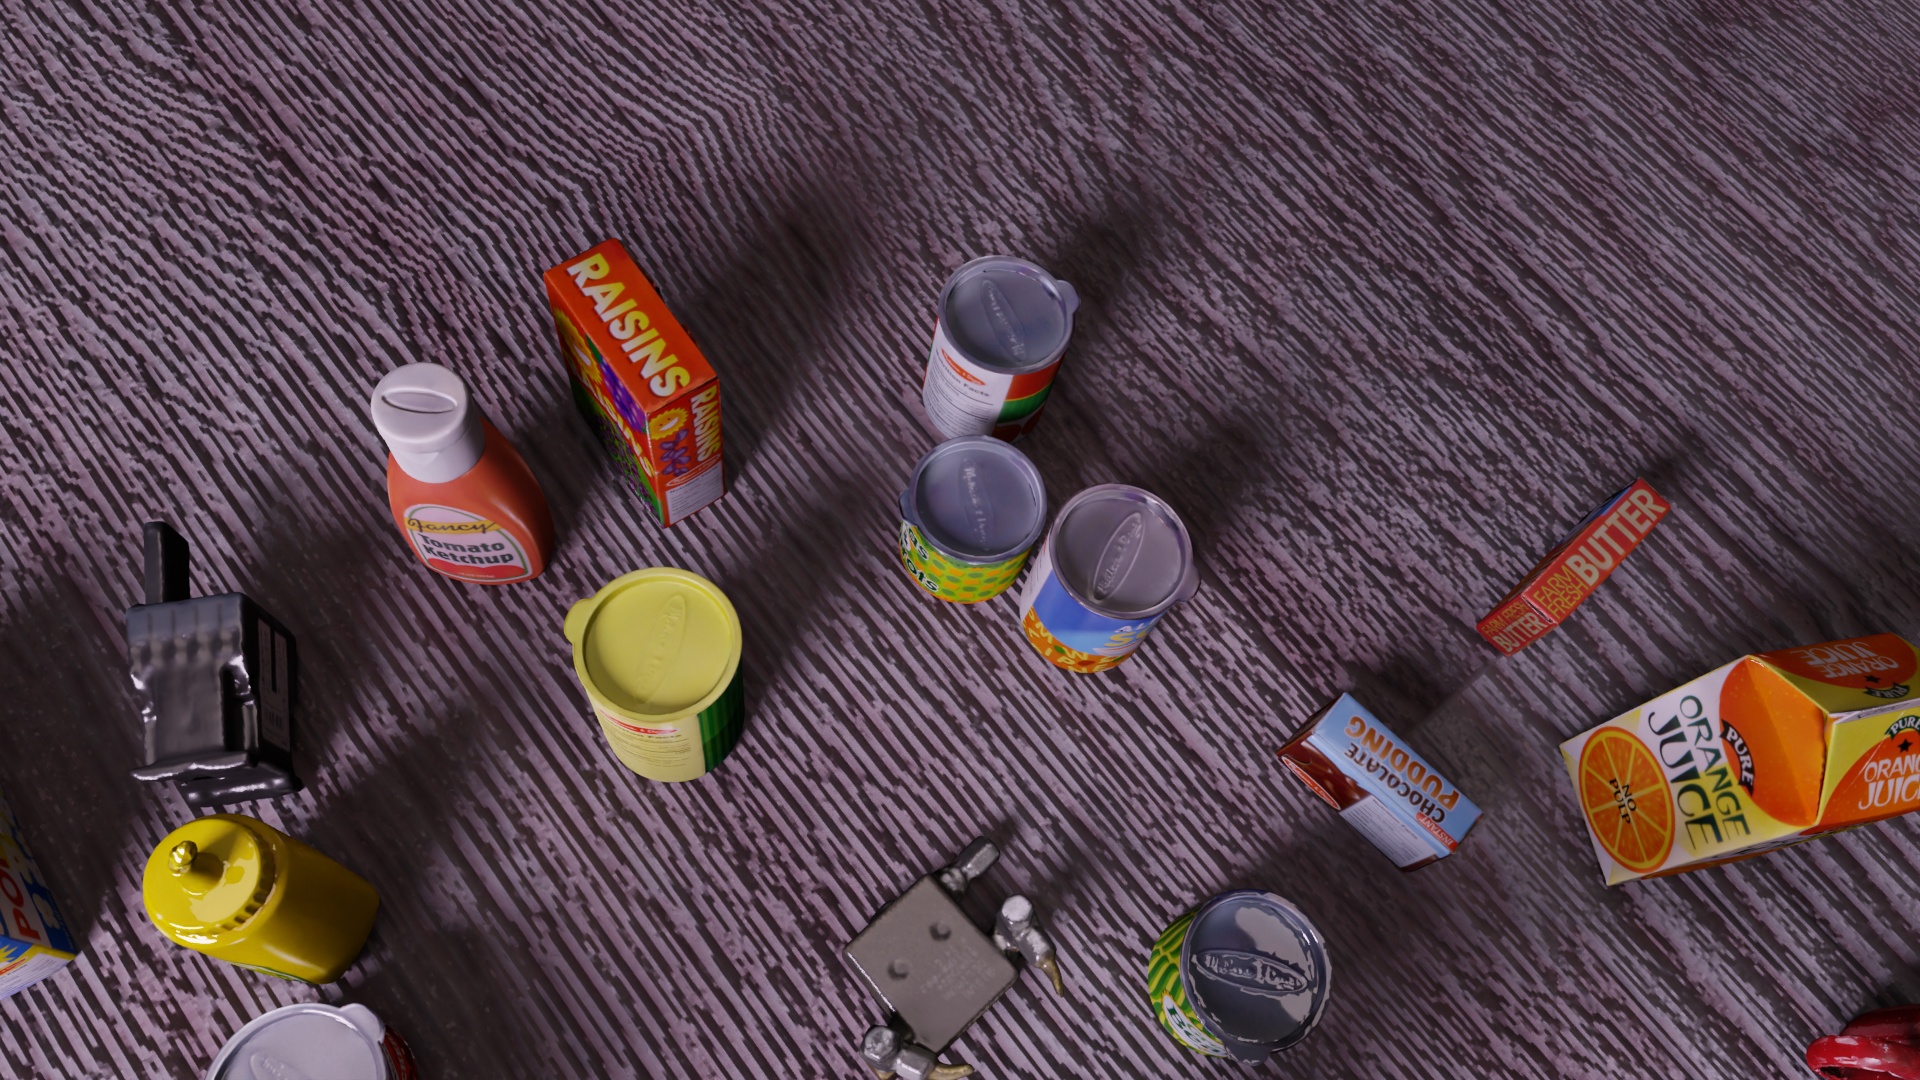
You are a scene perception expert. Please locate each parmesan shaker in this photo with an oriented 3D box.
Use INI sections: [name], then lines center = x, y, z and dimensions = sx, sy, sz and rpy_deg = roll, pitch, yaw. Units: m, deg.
[parmesan shaker]
center = -0.129, 0.060, 0.601
dimensions = 0.071, 0.102, 0.071
rpy_deg = 3, 67, -7

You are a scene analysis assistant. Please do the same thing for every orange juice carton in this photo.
[orange juice carton]
center = 0.352, 0.095, 0.604
dimensions = 0.072, 0.192, 0.073
rpy_deg = -7, 68, -11

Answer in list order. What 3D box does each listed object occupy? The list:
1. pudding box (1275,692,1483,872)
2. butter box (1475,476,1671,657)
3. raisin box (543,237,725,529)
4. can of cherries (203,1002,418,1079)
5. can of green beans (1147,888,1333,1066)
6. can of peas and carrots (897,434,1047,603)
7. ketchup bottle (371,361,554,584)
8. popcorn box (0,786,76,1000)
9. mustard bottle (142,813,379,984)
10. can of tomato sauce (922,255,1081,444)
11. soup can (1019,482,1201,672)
[pudding box]
center = 0.195, 0.114, 0.652
dimensions = 0.084, 0.049, 0.030
rpy_deg = 42, 68, 10
[butter box]
center = 0.313, 0.014, 0.710
dimensions = 0.104, 0.053, 0.024
rpy_deg = -38, 77, -21
[raisin box]
center = -0.147, -0.069, 0.643
dimensions = 0.040, 0.123, 0.086
rpy_deg = -32, 75, -19
[can of cherries]
center = -0.249, 0.215, 0.541
dimensions = 0.071, 0.058, 0.072
rpy_deg = 3, 67, -7
[can of green beans]
center = 0.120, 0.189, 0.604
dimensions = 0.071, 0.057, 0.071
rpy_deg = 3, 67, -7
[can of peas and carrots]
center = 0.002, -0.008, 0.673
dimensions = 0.071, 0.058, 0.071
rpy_deg = 3, 67, -7
[ketchup bottle]
center = -0.217, -0.026, 0.600
dimensions = 0.065, 0.148, 0.044
rpy_deg = 6, 67, -5
[popcorn box]
center = -0.408, 0.116, 0.547
dimensions = 0.038, 0.085, 0.127
rpy_deg = -31, 74, -19
[mustard bottle]
center = -0.267, 0.132, 0.519
dimensions = 0.065, 0.159, 0.049
rpy_deg = 19, 66, 0
[can of tomato sauce]
center = 0.019, -0.093, 0.699
dimensions = 0.071, 0.082, 0.071
rpy_deg = 3, 67, -7
[soup can]
center = 0.069, 0.021, 0.656
dimensions = 0.071, 0.083, 0.071
rpy_deg = 3, 67, -7
